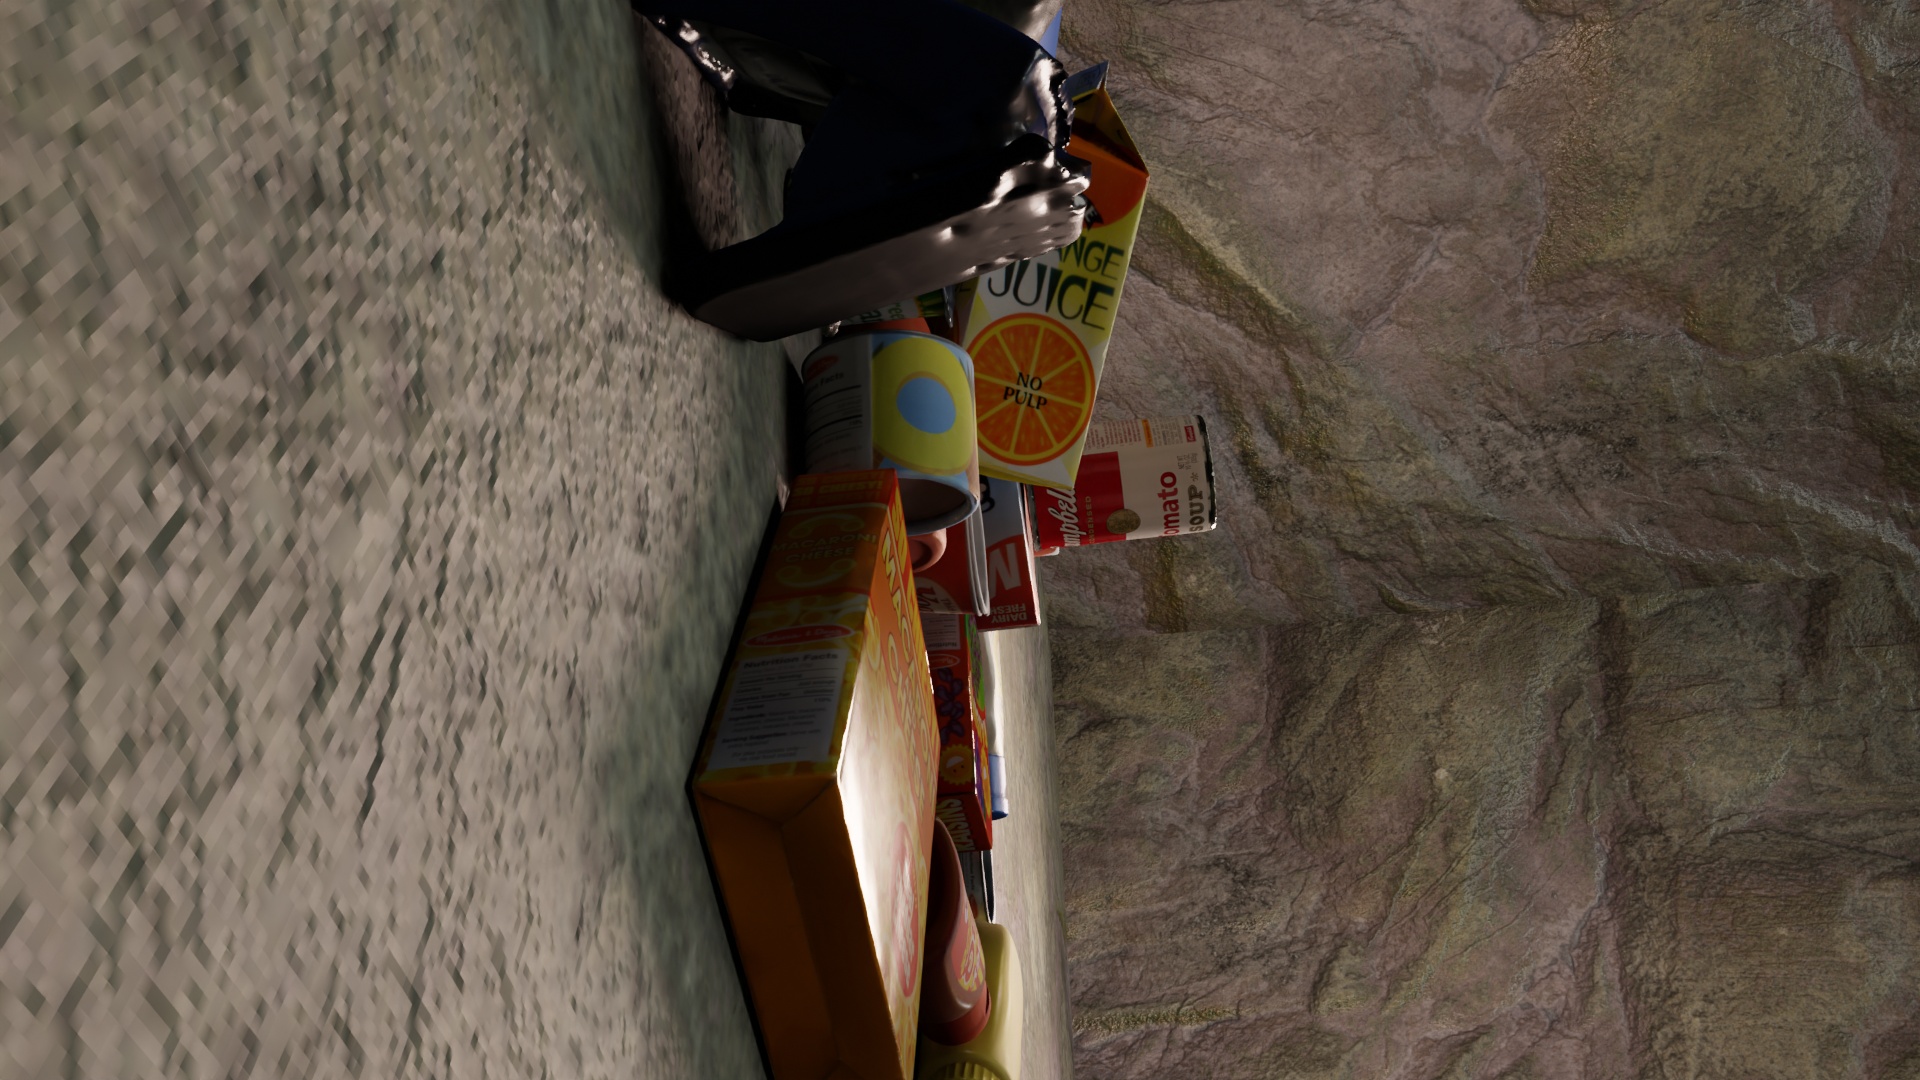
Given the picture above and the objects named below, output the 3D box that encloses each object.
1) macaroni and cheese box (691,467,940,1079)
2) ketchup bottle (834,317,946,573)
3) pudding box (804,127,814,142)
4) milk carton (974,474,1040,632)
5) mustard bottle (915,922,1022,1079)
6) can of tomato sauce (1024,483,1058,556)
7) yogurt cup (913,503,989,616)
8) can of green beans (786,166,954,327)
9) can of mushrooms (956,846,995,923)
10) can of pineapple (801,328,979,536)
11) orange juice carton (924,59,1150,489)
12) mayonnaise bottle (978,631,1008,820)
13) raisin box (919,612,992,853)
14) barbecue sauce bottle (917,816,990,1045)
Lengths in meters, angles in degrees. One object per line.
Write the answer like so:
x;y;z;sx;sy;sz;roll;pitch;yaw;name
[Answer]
-0.037;0.069;0.436;0.167;0.040;0.123;-86;169;-60;macaroni and cheese box
-0.033;-0.063;0.600;0.064;0.043;0.149;114;-27;-69;ketchup bottle
-0.037;-0.165;0.625;0.083;0.050;0.030;77;10;-58;pudding box
0.003;-0.010;0.791;0.074;0.072;0.189;-91;174;-46;milk carton
0.004;0.246;0.672;0.161;0.049;0.065;-71;155;-76;mustard bottle
0.032;-0.018;1.068;0.071;0.083;0.071;-10;95;-86;can of tomato sauce
-0.017;0.004;0.653;0.072;0.054;0.072;-10;94;-85;yogurt cup
-0.035;-0.121;0.559;0.071;0.058;0.071;-10;94;-85;can of green beans
0.000;0.185;0.782;0.071;0.033;0.071;-10;94;-85;can of mushrooms
-0.025;-0.038;0.522;0.070;0.071;0.058;72;15;-69;can of pineapple
0.030;-0.126;0.654;0.072;0.073;0.192;14;-90;67;orange juice carton
0.009;0.108;0.910;0.064;0.041;0.148;77;8;-68;mayonnaise bottle
-0.009;0.095;0.744;0.085;0.040;0.124;78;7;-57;raisin box
-0.013;0.172;0.583;0.147;0.044;0.065;79;7;-53;barbecue sauce bottle
